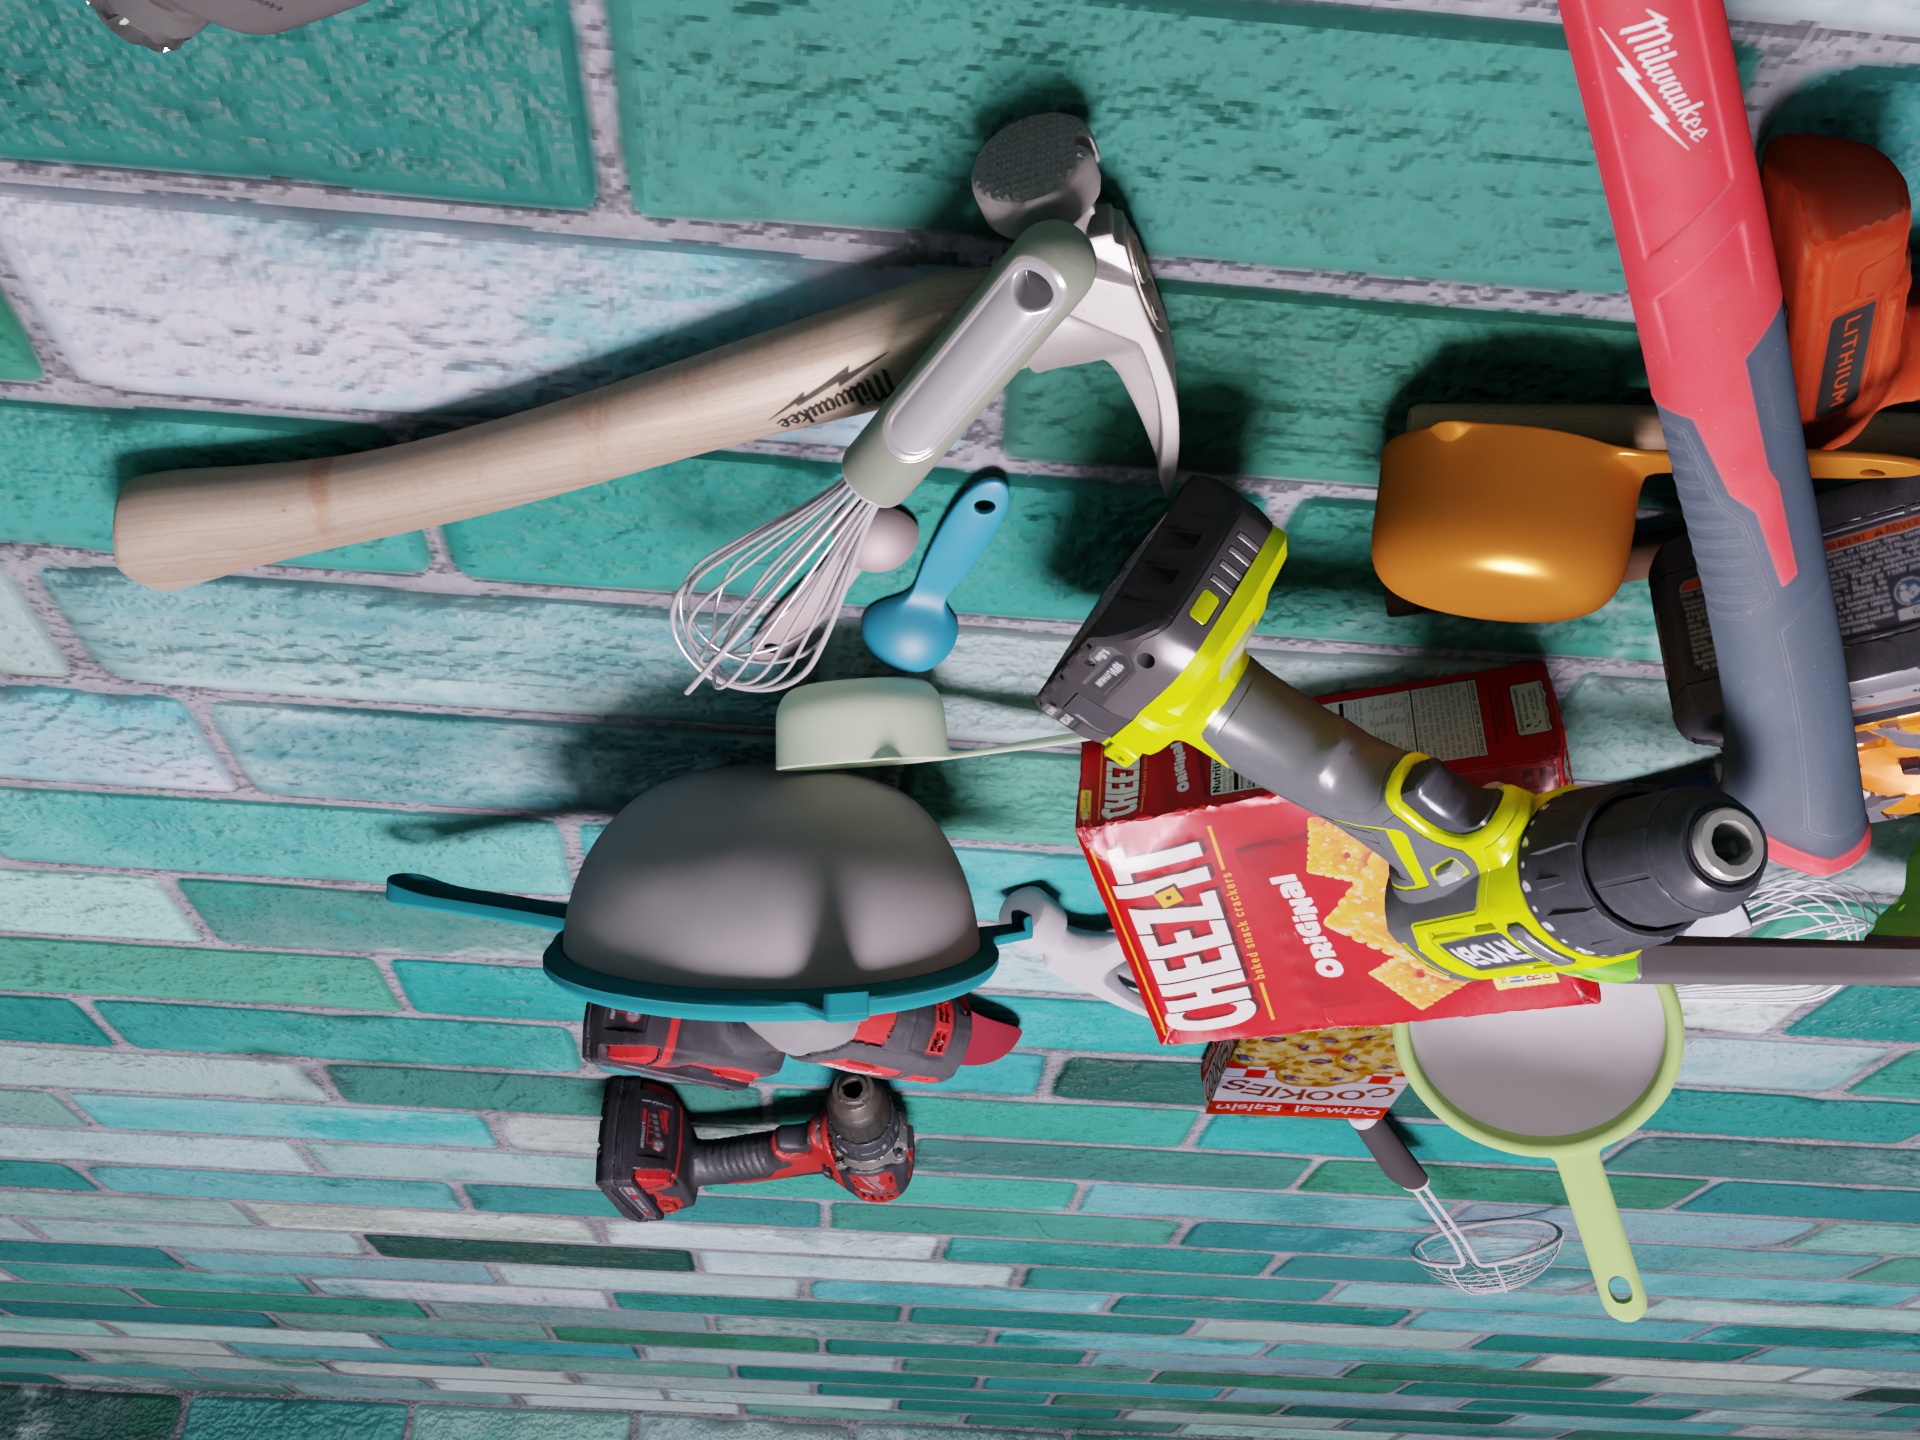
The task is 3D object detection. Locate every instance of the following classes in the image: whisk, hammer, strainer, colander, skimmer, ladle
[{"bbox_3d":[-0.033,-0.075,0.524,0.057,0.059,0.246,40,136,-8],"label":"whisk"},{"bbox_3d":[0.219,-0.105,0.427,0.143,0.038,0.385,-15,125,25],"label":"hammer"},{"bbox_3d":[-0.144,0.065,0.769,0.340,0.095,0.211,4,-174,25],"label":"strainer"},{"bbox_3d":[0.341,0.212,0.902,0.151,0.069,0.256,-18,98,21],"label":"strainer"},{"bbox_3d":[0.430,0.070,0.701,0.397,0.094,0.204,3,174,-13],"label":"colander"},{"bbox_3d":[0.228,0.087,0.840,0.405,0.035,0.143,-18,142,28],"label":"hammer"},{"bbox_3d":[0.390,0.151,0.917,0.070,0.070,0.284,22,147,-28],"label":"whisk"},{"bbox_3d":[0.385,0.371,1.285,0.127,0.090,0.362,-15,134,29],"label":"skimmer"},{"bbox_3d":[-0.128,-0.096,0.572,0.410,0.038,0.146,-10,147,19],"label":"hammer"},{"bbox_3d":[-0.023,0.146,0.956,0.069,0.031,0.315,-8,145,12],"label":"ladle"}]

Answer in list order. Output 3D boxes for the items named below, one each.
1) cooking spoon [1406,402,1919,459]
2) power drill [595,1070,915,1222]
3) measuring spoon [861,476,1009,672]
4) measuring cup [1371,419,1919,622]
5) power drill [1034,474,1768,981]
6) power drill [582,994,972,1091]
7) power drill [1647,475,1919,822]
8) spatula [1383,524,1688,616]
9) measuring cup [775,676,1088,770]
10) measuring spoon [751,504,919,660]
[{"bbox_3d":[0.317,-0.099,0.549,0.319,0.017,0.068,2,141,4],"label":"cooking spoon"},{"bbox_3d":[-0.148,0.306,1.170,0.226,0.080,0.187,-3,147,2],"label":"power drill"},{"bbox_3d":[-0.008,-0.053,0.643,0.042,0.021,0.128,12,148,-15],"label":"measuring spoon"},{"bbox_3d":[0.218,-0.062,0.526,0.174,0.052,0.095,8,174,45],"label":"measuring cup"},{"bbox_3d":[0.152,0.013,0.573,0.228,0.080,0.190,33,165,-1],"label":"power drill"},{"bbox_3d":[-0.112,0.159,0.874,0.143,0.079,0.220,22,158,-36],"label":"power drill"},{"bbox_3d":[0.350,-0.012,0.615,0.164,0.084,0.226,-18,154,38],"label":"power drill"},{"bbox_3d":[0.320,-0.075,0.597,0.316,0.018,0.059,-10,138,17],"label":"spatula"},{"bbox_3d":[-0.001,-0.002,0.711,0.167,0.038,0.083,-5,177,-18],"label":"measuring cup"},{"bbox_3d":[-0.057,-0.049,0.656,0.034,0.018,0.124,19,144,-25],"label":"measuring spoon"}]
